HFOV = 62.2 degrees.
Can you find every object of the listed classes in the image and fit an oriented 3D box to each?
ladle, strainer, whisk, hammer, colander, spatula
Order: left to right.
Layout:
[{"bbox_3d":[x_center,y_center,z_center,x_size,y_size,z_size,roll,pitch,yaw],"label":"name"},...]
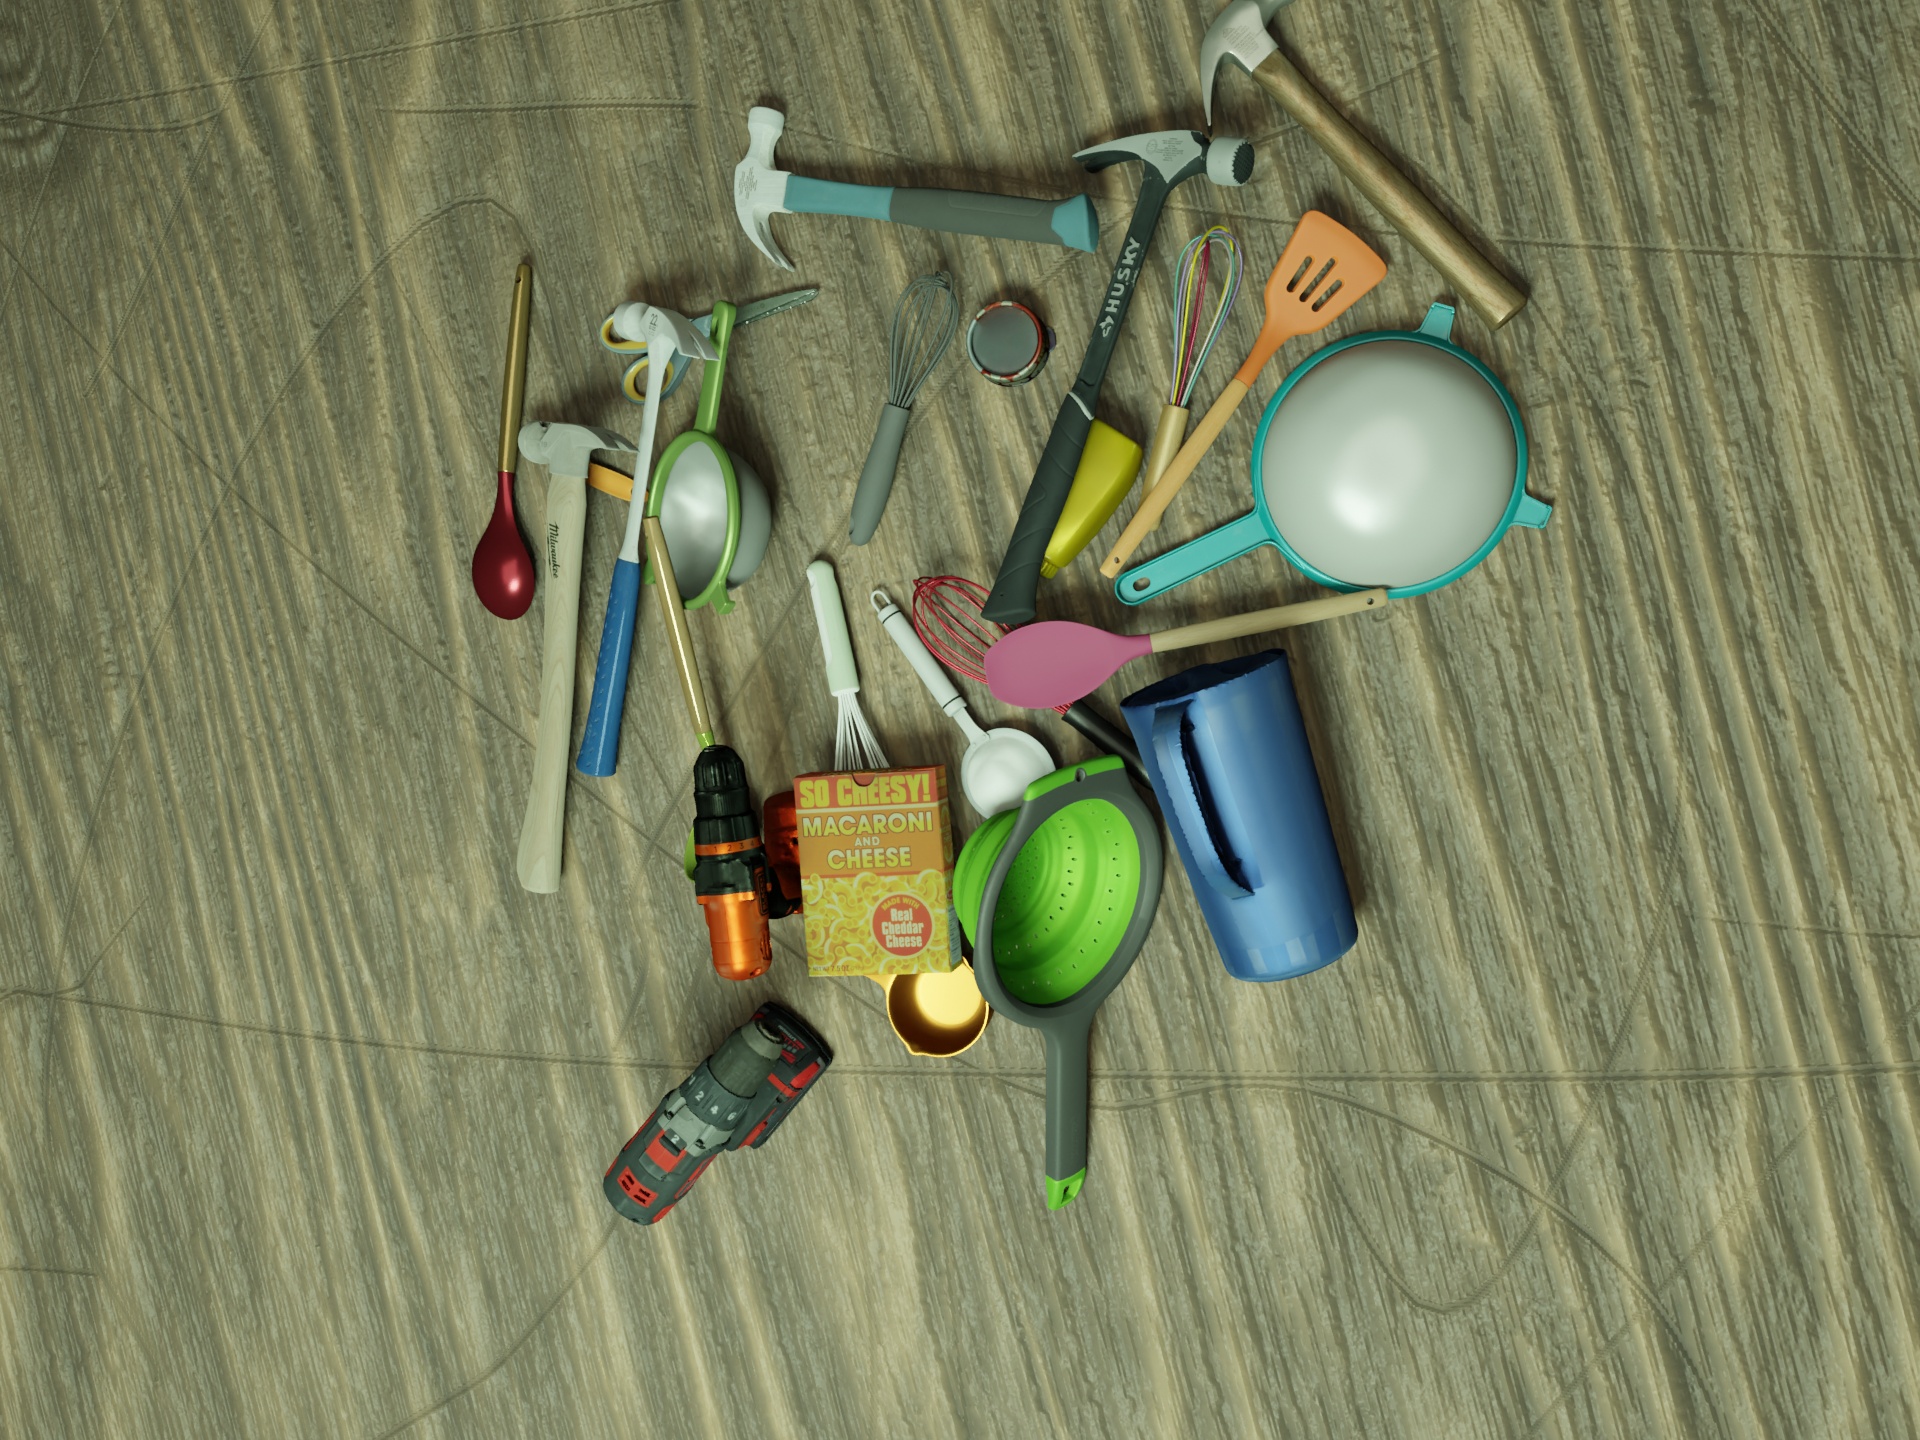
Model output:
[{"bbox_3d":[-0.401,-0.247,1.419,0.069,0.031,0.315,7,94,22],"label":"ladle"},{"bbox_3d":[-0.344,-0.050,1.378,0.146,0.038,0.410,15,103,45],"label":"hammer"},{"bbox_3d":[-0.281,-0.147,1.360,0.144,0.035,0.405,27,110,50],"label":"hammer"},{"bbox_3d":[-0.234,-0.012,1.338,0.062,0.078,0.320,-20,109,-28],"label":"ladle"},{"bbox_3d":[-0.196,-0.219,1.340,0.152,0.069,0.256,22,105,50],"label":"strainer"},{"bbox_3d":[-0.097,-0.017,1.353,0.059,0.058,0.246,-11,85,-21],"label":"whisk"},{"bbox_3d":[-0.051,-0.260,1.329,0.055,0.055,0.239,20,102,12],"label":"whisk"},{"bbox_3d":[-0.041,-0.421,1.298,0.331,0.033,0.128,14,97,23],"label":"hammer"},{"bbox_3d":[-0.002,-0.004,1.334,0.087,0.050,0.258,-40,80,27],"label":"strainer"},{"bbox_3d":[0.062,0.212,1.299,0.095,0.204,0.397,19,117,45],"label":"colander"},{"bbox_3d":[0.075,-0.022,1.305,0.296,0.073,0.073,39,101,4],"label":"whisk"},{"bbox_3d":[0.097,-0.270,1.256,0.149,0.036,0.409,21,93,35],"label":"hammer"},{"bbox_3d":[0.176,-0.274,1.276,0.051,0.047,0.245,15,99,11],"label":"whisk"},{"bbox_3d":[0.209,-0.247,1.254,0.081,0.041,0.322,35,92,-10],"label":"spatula"},{"bbox_3d":[0.271,-0.172,1.230,0.340,0.095,0.211,-25,87,12],"label":"strainer"},{"bbox_3d":[0.313,-0.431,1.240,0.130,0.031,0.331,-42,83,12],"label":"hammer"}]

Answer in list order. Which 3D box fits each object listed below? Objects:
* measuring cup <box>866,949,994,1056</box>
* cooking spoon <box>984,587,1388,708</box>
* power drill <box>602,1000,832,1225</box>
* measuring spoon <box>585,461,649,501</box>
[{"bbox_3d":[-0.050,0.215,1.350,0.174,0.052,0.095,28,99,12],"label":"measuring cup"},{"bbox_3d":[0.176,-0.066,1.254,0.319,0.017,0.068,-11,99,7],"label":"cooking spoon"},{"bbox_3d":[-0.182,0.299,1.294,0.080,0.226,0.188,40,101,8],"label":"power drill"},{"bbox_3d":[-0.327,-0.220,1.416,0.117,0.011,0.021,24,108,8],"label":"measuring spoon"}]
